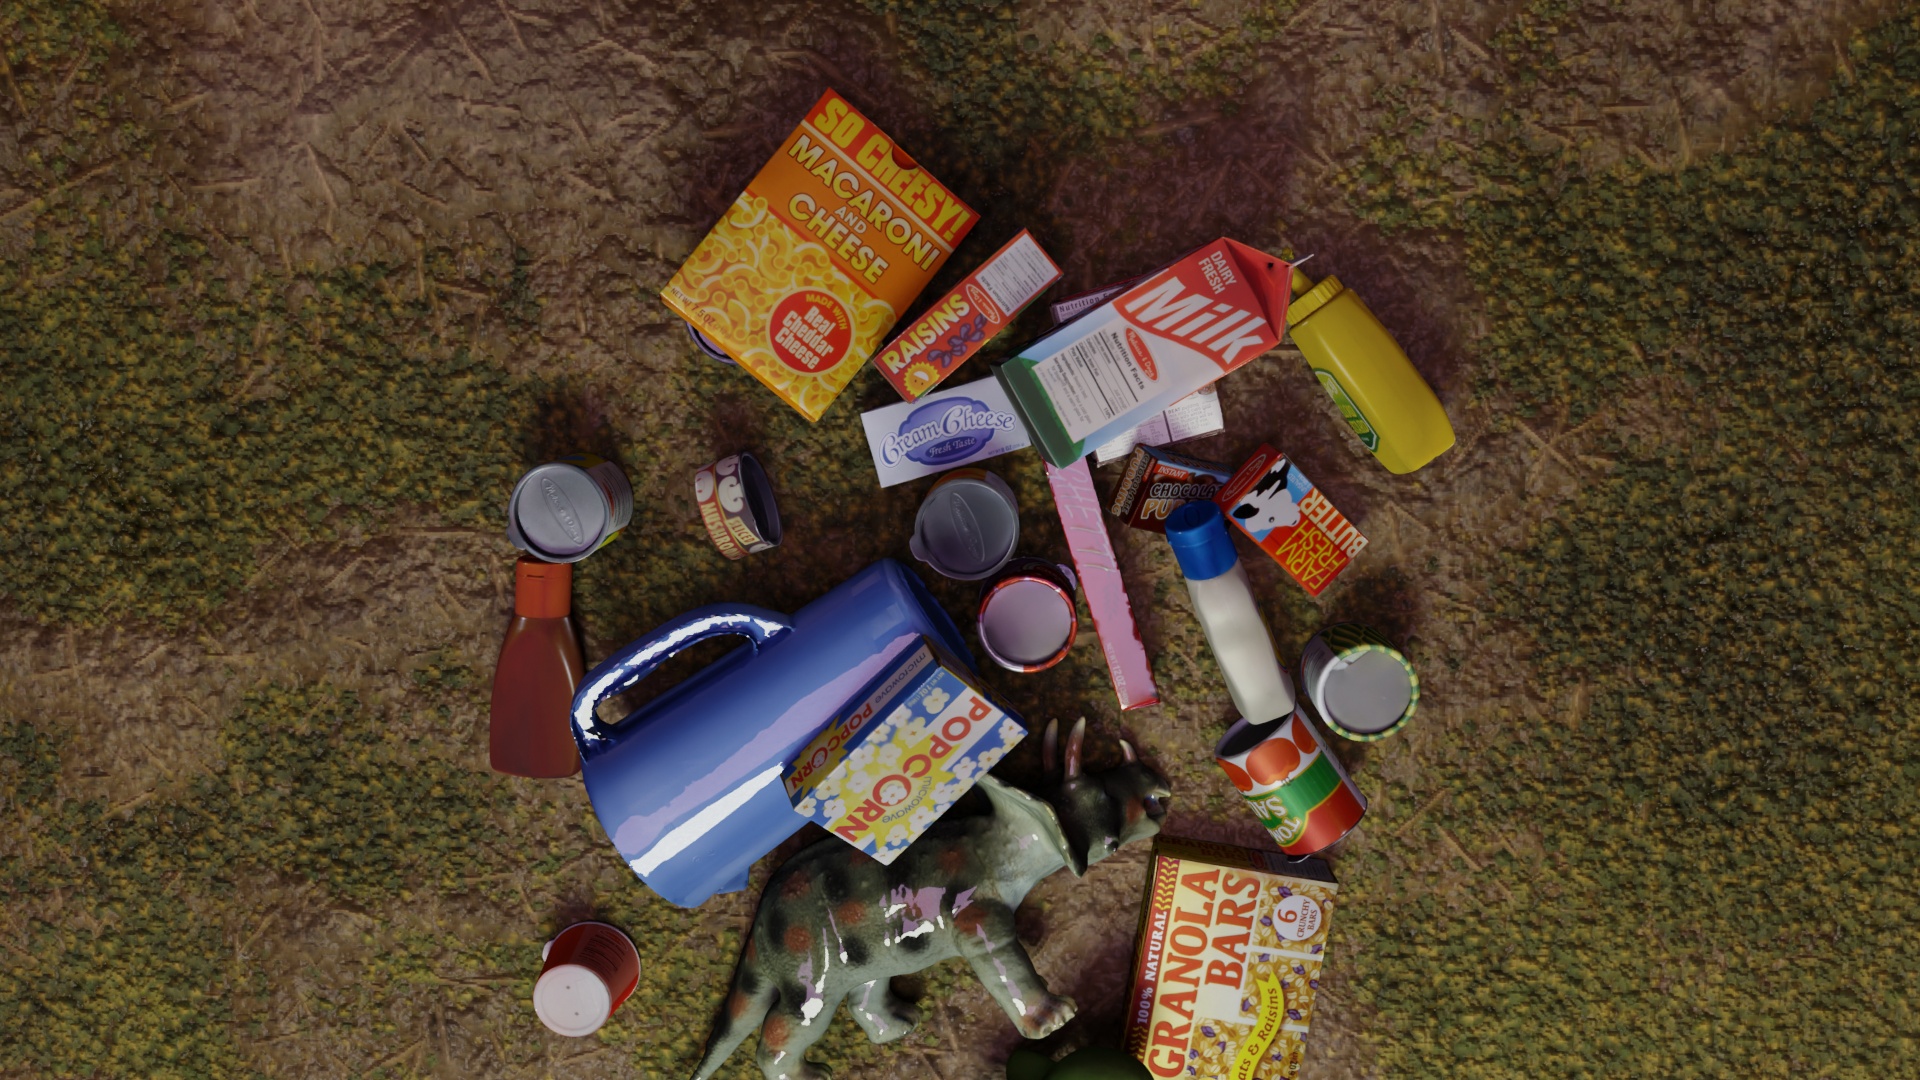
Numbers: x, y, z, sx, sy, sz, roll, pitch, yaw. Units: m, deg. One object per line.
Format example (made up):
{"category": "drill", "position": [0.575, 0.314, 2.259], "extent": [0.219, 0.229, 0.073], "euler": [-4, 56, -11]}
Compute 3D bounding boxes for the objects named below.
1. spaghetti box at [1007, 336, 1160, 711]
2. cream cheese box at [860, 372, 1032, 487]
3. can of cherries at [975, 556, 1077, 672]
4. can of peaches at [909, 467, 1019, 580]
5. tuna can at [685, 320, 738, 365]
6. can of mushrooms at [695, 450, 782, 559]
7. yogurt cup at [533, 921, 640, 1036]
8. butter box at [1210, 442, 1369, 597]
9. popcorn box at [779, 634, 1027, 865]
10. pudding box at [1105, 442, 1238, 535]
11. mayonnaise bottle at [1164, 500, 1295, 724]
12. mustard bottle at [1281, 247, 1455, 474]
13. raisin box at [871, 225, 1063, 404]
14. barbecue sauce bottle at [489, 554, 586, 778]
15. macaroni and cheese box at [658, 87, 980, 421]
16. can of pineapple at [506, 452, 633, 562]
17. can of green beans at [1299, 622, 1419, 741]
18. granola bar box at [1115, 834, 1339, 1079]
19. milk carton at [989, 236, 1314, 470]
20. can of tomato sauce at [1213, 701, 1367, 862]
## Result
{"category": "spaghetti box", "position": [0.080, -0.012, 0.906], "extent": [0.029, 0.050, 0.249], "euler": [-18, 98, 5]}
{"category": "cream cheese box", "position": [-0.010, -0.074, 0.913], "extent": [0.104, 0.024, 0.053], "euler": [-16, 97, 5]}
{"category": "can of cherries", "position": [0.046, 0.046, 0.913], "extent": [0.071, 0.058, 0.071], "euler": [1, 100, 3]}
{"category": "can of peaches", "position": [0.003, -0.011, 0.906], "extent": [0.071, 0.058, 0.071], "euler": [1, 100, 3]}
{"category": "tuna can", "position": [-0.142, -0.150, 0.903], "extent": [0.071, 0.033, 0.071], "euler": [0, 100, 3]}
{"category": "can of mushrooms", "position": [-0.144, -0.021, 0.905], "extent": [0.033, 0.071, 0.071], "euler": [-18, 98, 8]}
{"category": "yogurt cup", "position": [-0.265, 0.310, 0.975], "extent": [0.072, 0.054, 0.072], "euler": [0, 100, 2]}
{"category": "butter box", "position": [0.213, -0.012, 0.892], "extent": [0.103, 0.024, 0.053], "euler": [38, 98, -30]}
{"category": "popcorn box", "position": [-0.033, 0.128, 0.839], "extent": [0.126, 0.038, 0.085], "euler": [-44, 125, 8]}
{"category": "pudding box", "position": [0.140, -0.029, 0.888], "extent": [0.084, 0.030, 0.049], "euler": [11, 111, -34]}
{"category": "mayonnaise bottle", "position": [0.172, 0.044, 0.885], "extent": [0.041, 0.065, 0.147], "euler": [-22, 116, 10]}
{"category": "mustard bottle", "position": [0.247, -0.116, 0.876], "extent": [0.049, 0.065, 0.160], "euler": [-36, 90, 3]}
{"category": "raisin box", "position": [0.005, -0.142, 0.870], "extent": [0.123, 0.086, 0.040], "euler": [-39, 101, 8]}
{"category": "barbecue sauce bottle", "position": [-0.285, 0.085, 0.944], "extent": [0.065, 0.044, 0.148], "euler": [5, 99, 2]}
{"category": "macaroni and cheese box", "position": [-0.086, -0.176, 0.866], "extent": [0.123, 0.040, 0.166], "euler": [39, 85, -11]}
{"category": "can of pineapple", "position": [-0.257, -0.022, 0.917], "extent": [0.071, 0.058, 0.071], "euler": [0, 99, 3]}
{"category": "can of green beans", "position": [0.261, 0.092, 0.910], "extent": [0.071, 0.058, 0.071], "euler": [0, 100, 3]}
{"category": "granola bar box", "position": [0.182, 0.296, 0.958], "extent": [0.124, 0.039, 0.165], "euler": [9, 100, 2]}
{"category": "milk carton", "position": [0.119, -0.122, 0.833], "extent": [0.190, 0.072, 0.073], "euler": [-30, 98, 0]}
{"category": "can of tomato sauce", "position": [0.216, 0.158, 0.919], "extent": [0.071, 0.071, 0.083], "euler": [-35, 96, 8]}
